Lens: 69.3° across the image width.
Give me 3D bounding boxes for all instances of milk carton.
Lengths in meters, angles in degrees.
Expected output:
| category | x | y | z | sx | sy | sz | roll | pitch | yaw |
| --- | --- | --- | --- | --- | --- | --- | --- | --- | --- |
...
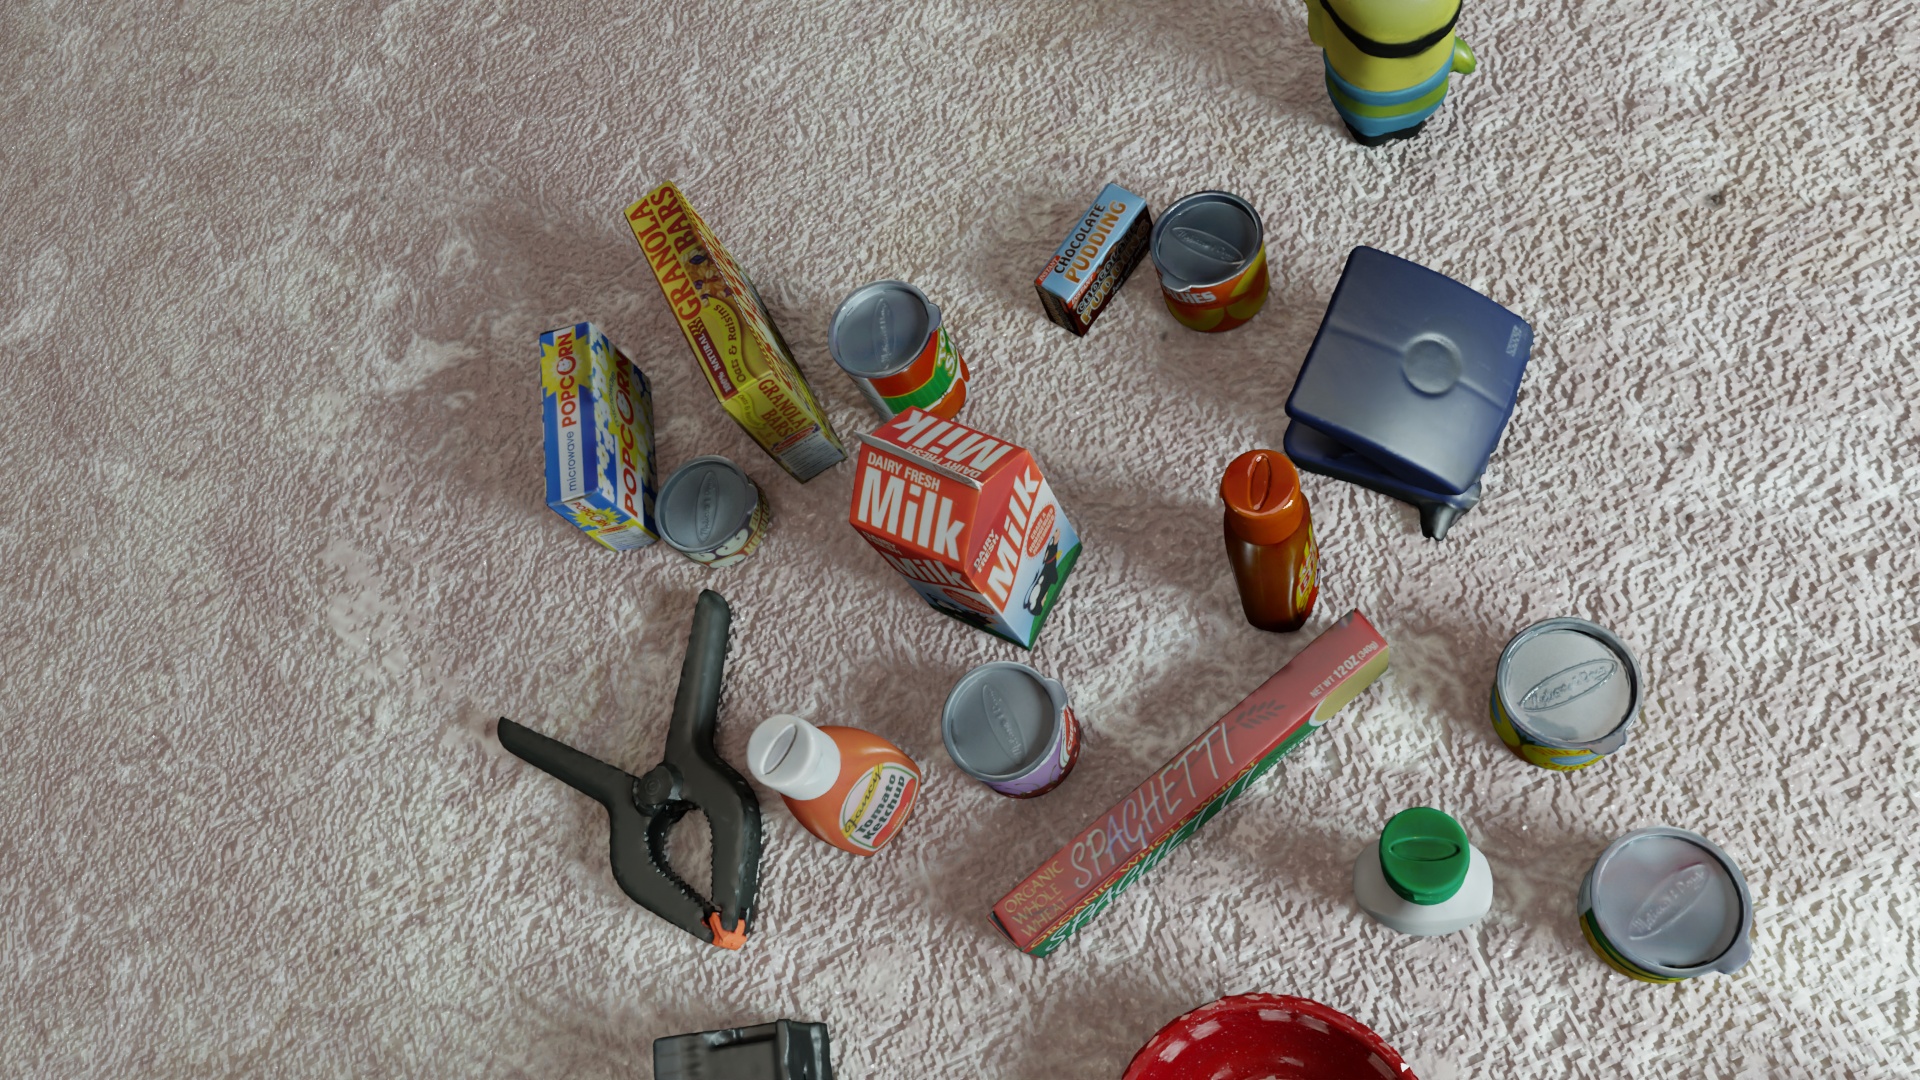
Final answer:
| category | x | y | z | sx | sy | sz | roll | pitch | yaw |
| --- | --- | --- | --- | --- | --- | --- | --- | --- | --- |
| milk carton | 0.003 | -0.009 | 0.745 | 0.072 | 0.190 | 0.073 | 22 | 78 | 23 |

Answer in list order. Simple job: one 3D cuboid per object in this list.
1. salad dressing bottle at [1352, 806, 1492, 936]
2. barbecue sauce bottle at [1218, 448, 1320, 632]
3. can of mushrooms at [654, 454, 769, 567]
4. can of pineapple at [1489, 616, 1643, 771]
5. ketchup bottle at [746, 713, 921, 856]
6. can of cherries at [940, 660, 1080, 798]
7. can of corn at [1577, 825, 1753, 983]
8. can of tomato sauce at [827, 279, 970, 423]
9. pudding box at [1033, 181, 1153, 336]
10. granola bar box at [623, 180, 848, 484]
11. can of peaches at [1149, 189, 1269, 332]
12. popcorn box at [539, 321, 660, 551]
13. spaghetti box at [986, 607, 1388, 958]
| category | x | y | z | sx | sy | sz | roll | pitch | yaw |
| --- | --- | --- | --- | --- | --- | --- | --- | --- | --- |
| salad dressing bottle | 0.213 | 0.153 | 0.640 | 0.064 | 0.147 | 0.044 | -3 | 69 | 16 |
| barbecue sauce bottle | 0.160 | -0.002 | 0.717 | 0.043 | 0.148 | 0.065 | 6 | 72 | 19 |
| can of mushrooms | -0.156 | -0.018 | 0.885 | 0.071 | 0.033 | 0.071 | -6 | 68 | 15 |
| can of pineapple | 0.301 | 0.079 | 0.693 | 0.071 | 0.057 | 0.071 | -6 | 68 | 15 |
| ketchup bottle | -0.068 | 0.126 | 0.736 | 0.043 | 0.148 | 0.065 | 27 | 79 | 24 |
| can of cherries | 0.031 | 0.105 | 0.765 | 0.071 | 0.058 | 0.072 | -6 | 68 | 15 |
| can of corn | 0.328 | 0.173 | 0.647 | 0.071 | 0.058 | 0.071 | -6 | 68 | 15 |
| can of tomato sauce | -0.034 | -0.112 | 0.857 | 0.071 | 0.083 | 0.071 | -6 | 68 | 15 |
| pudding box | 0.084 | -0.175 | 0.865 | 0.030 | 0.049 | 0.084 | 34 | 82 | 25 |
| granola bar box | -0.141 | -0.128 | 0.873 | 0.039 | 0.124 | 0.166 | -32 | 64 | 4 |
| can of peaches | 0.149 | -0.165 | 0.836 | 0.071 | 0.058 | 0.071 | -6 | 68 | 15 |
| popcorn box | -0.233 | -0.066 | 0.899 | 0.038 | 0.085 | 0.127 | -15 | 66 | 11 |
| spaghetti box | 0.122 | 0.130 | 0.731 | 0.250 | 0.050 | 0.029 | -40 | 64 | -1 |
